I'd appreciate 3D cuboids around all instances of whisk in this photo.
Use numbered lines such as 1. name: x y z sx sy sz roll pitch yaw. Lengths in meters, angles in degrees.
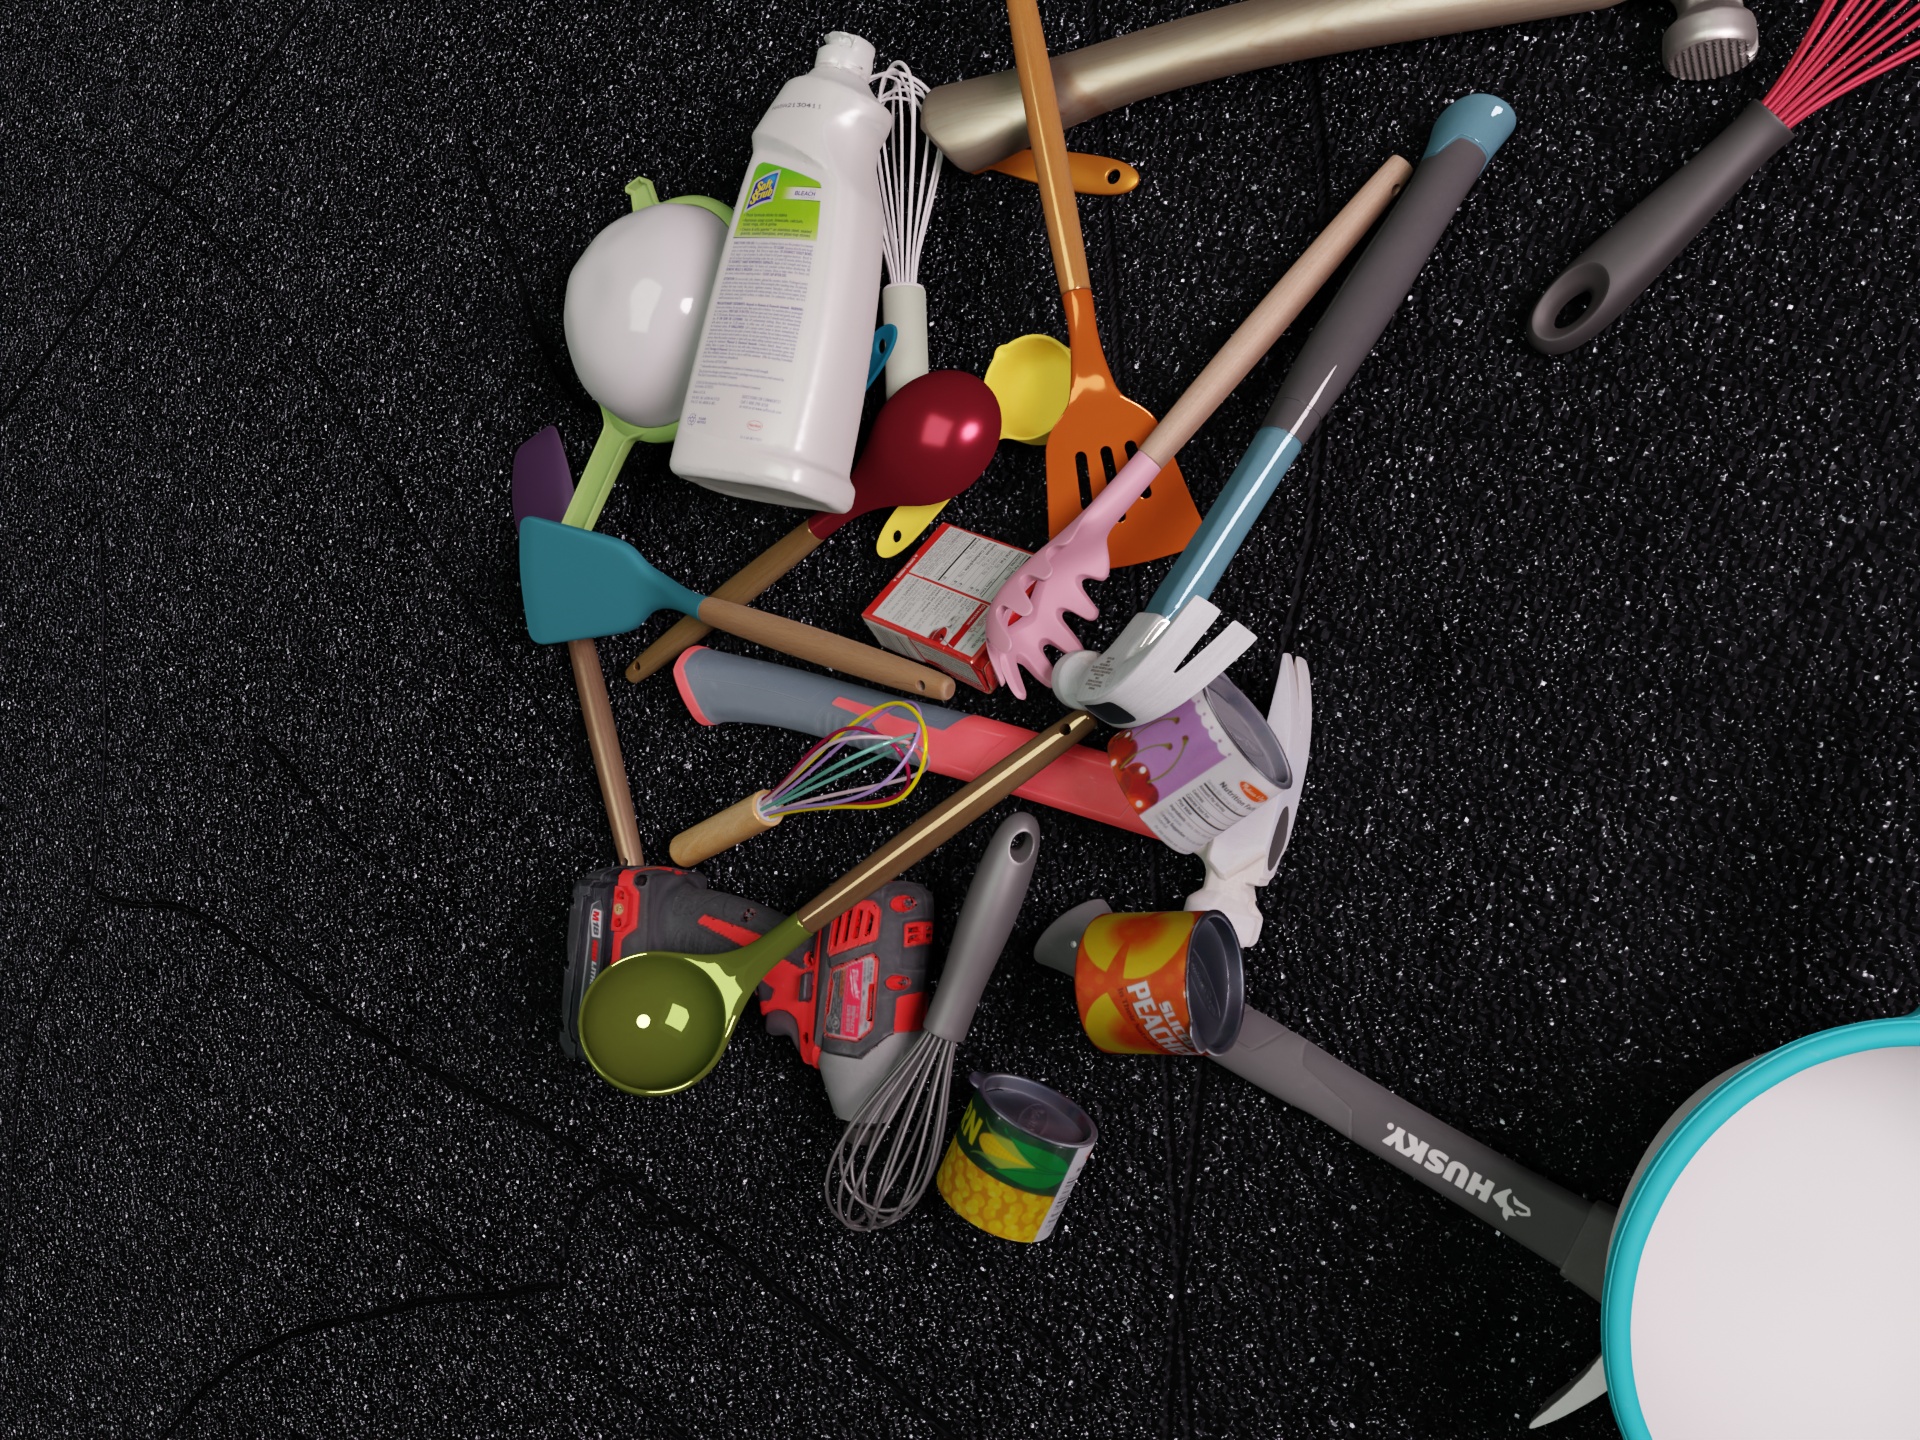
1. whisk: -0.033 -0.251 0.902 0.059 0.057 0.246 172 96 -66
2. whisk: -0.095 0.046 0.882 0.245 0.051 0.047 -26 95 46
3. whisk: -0.011 0.156 0.812 0.055 0.055 0.239 26 99 31
4. whisk: 0.351 -0.265 0.656 0.295 0.073 0.073 -47 64 28

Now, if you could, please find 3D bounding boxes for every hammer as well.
1. hammer: 0.153 -0.141 0.730 0.331 0.033 0.128 -58 15 -2
2. hammer: -0.001 -0.003 0.862 0.386 0.038 0.143 16 93 32
3. hammer: 0.172 0.179 0.740 0.335 0.035 0.146 27 100 31
4. hammer: 0.163 -0.350 0.782 0.411 0.038 0.146 -2 84 30

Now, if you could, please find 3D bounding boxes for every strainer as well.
1. strainer: 0.337 0.143 0.589 0.211 0.095 0.340 11 91 -2
2. strainer: -0.214 -0.199 0.950 0.152 0.069 0.256 36 105 32

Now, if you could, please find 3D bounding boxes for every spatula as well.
1. spatula: -0.246 -0.044 1.029 0.060 0.018 0.316 -27 71 30
2. spatula: 0.056 -0.239 0.814 0.081 0.041 0.323 -11 86 13
3. spatula: -0.135 -0.053 0.907 0.318 0.044 0.082 18 117 35

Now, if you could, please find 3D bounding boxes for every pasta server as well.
1. pasta server: 0.115 -0.144 0.774 0.316 0.060 0.040 -49 56 5

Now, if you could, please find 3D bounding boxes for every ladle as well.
1. ladle: -0.064 0.089 0.815 0.320 0.062 0.078 -37 74 13
2. ladle: -0.099 -0.099 0.919 0.315 0.031 0.069 -33 76 34

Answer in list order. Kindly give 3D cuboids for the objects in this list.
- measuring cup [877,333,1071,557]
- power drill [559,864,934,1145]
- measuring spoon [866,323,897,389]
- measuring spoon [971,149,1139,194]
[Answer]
1. measuring cup: 0.011 -0.144 0.873 0.156 0.029 0.062 -45 65 24
2. power drill: -0.117 0.154 0.901 0.220 0.078 0.143 2 87 29
3. measuring spoon: -0.065 -0.177 0.911 0.128 0.021 0.042 -47 61 36
4. measuring spoon: 0.047 -0.304 0.871 0.117 0.011 0.021 22 98 32
